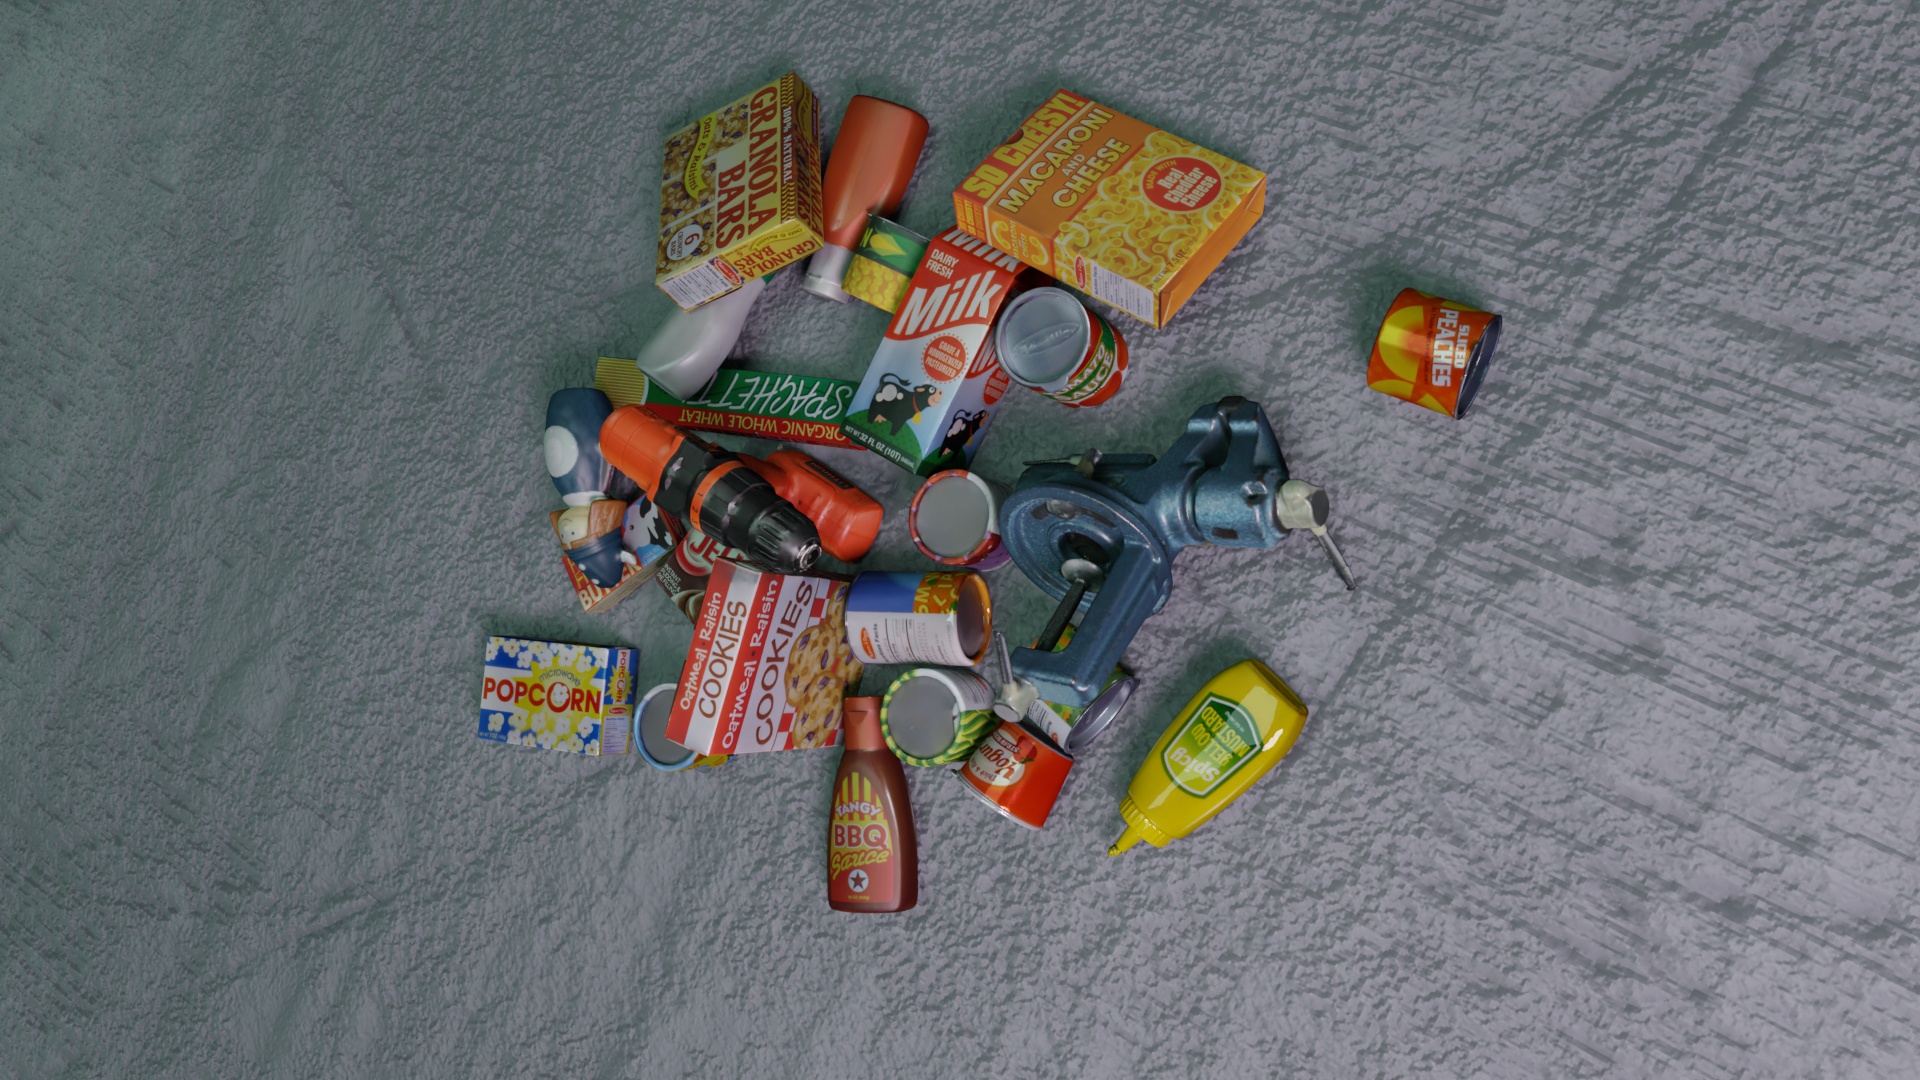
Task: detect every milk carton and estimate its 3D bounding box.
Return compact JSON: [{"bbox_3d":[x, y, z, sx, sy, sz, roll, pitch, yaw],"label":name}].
[{"bbox_3d":[-0.001,-0.140,0.968,0.072,0.073,0.190,29,97,24],"label":"milk carton"}]

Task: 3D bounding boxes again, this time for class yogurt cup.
[{"bbox_3d":[0.039,0.153,0.924,0.072,0.072,0.054,33,91,24],"label":"yogurt cup"}]

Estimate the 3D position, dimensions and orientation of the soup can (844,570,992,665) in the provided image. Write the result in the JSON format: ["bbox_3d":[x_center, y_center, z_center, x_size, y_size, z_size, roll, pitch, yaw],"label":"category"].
[{"bbox_3d":[-0.027,0.052,0.965,0.084,0.071,0.071,-1,84,24],"label":"soup can"}]

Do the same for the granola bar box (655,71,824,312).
[{"bbox_3d":[-0.164,-0.262,1.040,0.124,0.039,0.166,-20,52,20],"label":"granola bar box"}]

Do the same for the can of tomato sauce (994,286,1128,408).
[{"bbox_3d":[0.070,-0.125,0.927,0.071,0.083,0.071,-3,84,25],"label":"can of tomato sauce"}]

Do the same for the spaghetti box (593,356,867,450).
[{"bbox_3d":[-0.178,-0.107,1.070,0.250,0.029,0.050,8,89,25],"label":"spaghetti box"}]

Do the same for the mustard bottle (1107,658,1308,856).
[{"bbox_3d":[0.148,0.148,0.881,0.065,0.049,0.160,46,103,23],"label":"mustard bottle"}]

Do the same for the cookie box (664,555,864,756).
[{"bbox_3d":[-0.122,0.080,0.948,0.040,0.167,0.123,16,92,26],"label":"cookie box"}]

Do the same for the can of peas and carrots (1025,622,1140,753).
[{"bbox_3d":[0.073,0.095,0.914,0.059,0.071,0.071,42,102,23],"label":"can of peas and carrots"}]

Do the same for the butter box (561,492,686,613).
[{"bbox_3d":[-0.266,0.010,1.101,0.103,0.024,0.053,-35,71,18],"label":"butter box"}]

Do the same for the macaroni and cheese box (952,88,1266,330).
[{"bbox_3d":[0.097,-0.224,0.919,0.167,0.040,0.124,32,66,24],"label":"macaroni and cheese box"}]

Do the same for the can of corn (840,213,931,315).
[{"bbox_3d":[-0.047,-0.194,0.998,0.071,0.071,0.058,29,97,24],"label":"can of corn"}]

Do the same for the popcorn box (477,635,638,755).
[{"bbox_3d":[-0.322,0.122,1.107,0.126,0.038,0.085,3,85,25],"label":"popcorn box"}]

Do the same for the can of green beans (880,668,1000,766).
[{"bbox_3d":[-0.014,0.121,0.954,0.071,0.058,0.071,-3,84,25],"label":"can of green beans"}]

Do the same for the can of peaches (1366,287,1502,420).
[{"bbox_3d":[0.284,-0.113,0.835,0.058,0.071,0.071,25,95,26],"label":"can of peaches"}]

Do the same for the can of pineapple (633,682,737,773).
[{"bbox_3d":[-0.201,0.140,1.038,0.071,0.058,0.071,-2,84,24],"label":"can of pineapple"}]

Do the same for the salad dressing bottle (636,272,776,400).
[{"bbox_3d":[-0.183,-0.176,1.053,0.064,0.044,0.148,30,80,42],"label":"salad dressing bottle"}]

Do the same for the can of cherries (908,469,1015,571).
[{"bbox_3d":[0.003,-0.012,0.960,0.071,0.058,0.071,-3,83,24],"label":"can of cherries"}]

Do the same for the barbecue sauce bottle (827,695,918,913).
[{"bbox_3d":[-0.063,0.184,0.978,0.065,0.044,0.148,-5,82,25],"label":"barbecue sauce bottle"}]

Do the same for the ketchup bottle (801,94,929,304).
[{"bbox_3d":[-0.077,-0.251,1.031,0.065,0.043,0.148,23,94,27],"label":"ketchup bottle"}]
